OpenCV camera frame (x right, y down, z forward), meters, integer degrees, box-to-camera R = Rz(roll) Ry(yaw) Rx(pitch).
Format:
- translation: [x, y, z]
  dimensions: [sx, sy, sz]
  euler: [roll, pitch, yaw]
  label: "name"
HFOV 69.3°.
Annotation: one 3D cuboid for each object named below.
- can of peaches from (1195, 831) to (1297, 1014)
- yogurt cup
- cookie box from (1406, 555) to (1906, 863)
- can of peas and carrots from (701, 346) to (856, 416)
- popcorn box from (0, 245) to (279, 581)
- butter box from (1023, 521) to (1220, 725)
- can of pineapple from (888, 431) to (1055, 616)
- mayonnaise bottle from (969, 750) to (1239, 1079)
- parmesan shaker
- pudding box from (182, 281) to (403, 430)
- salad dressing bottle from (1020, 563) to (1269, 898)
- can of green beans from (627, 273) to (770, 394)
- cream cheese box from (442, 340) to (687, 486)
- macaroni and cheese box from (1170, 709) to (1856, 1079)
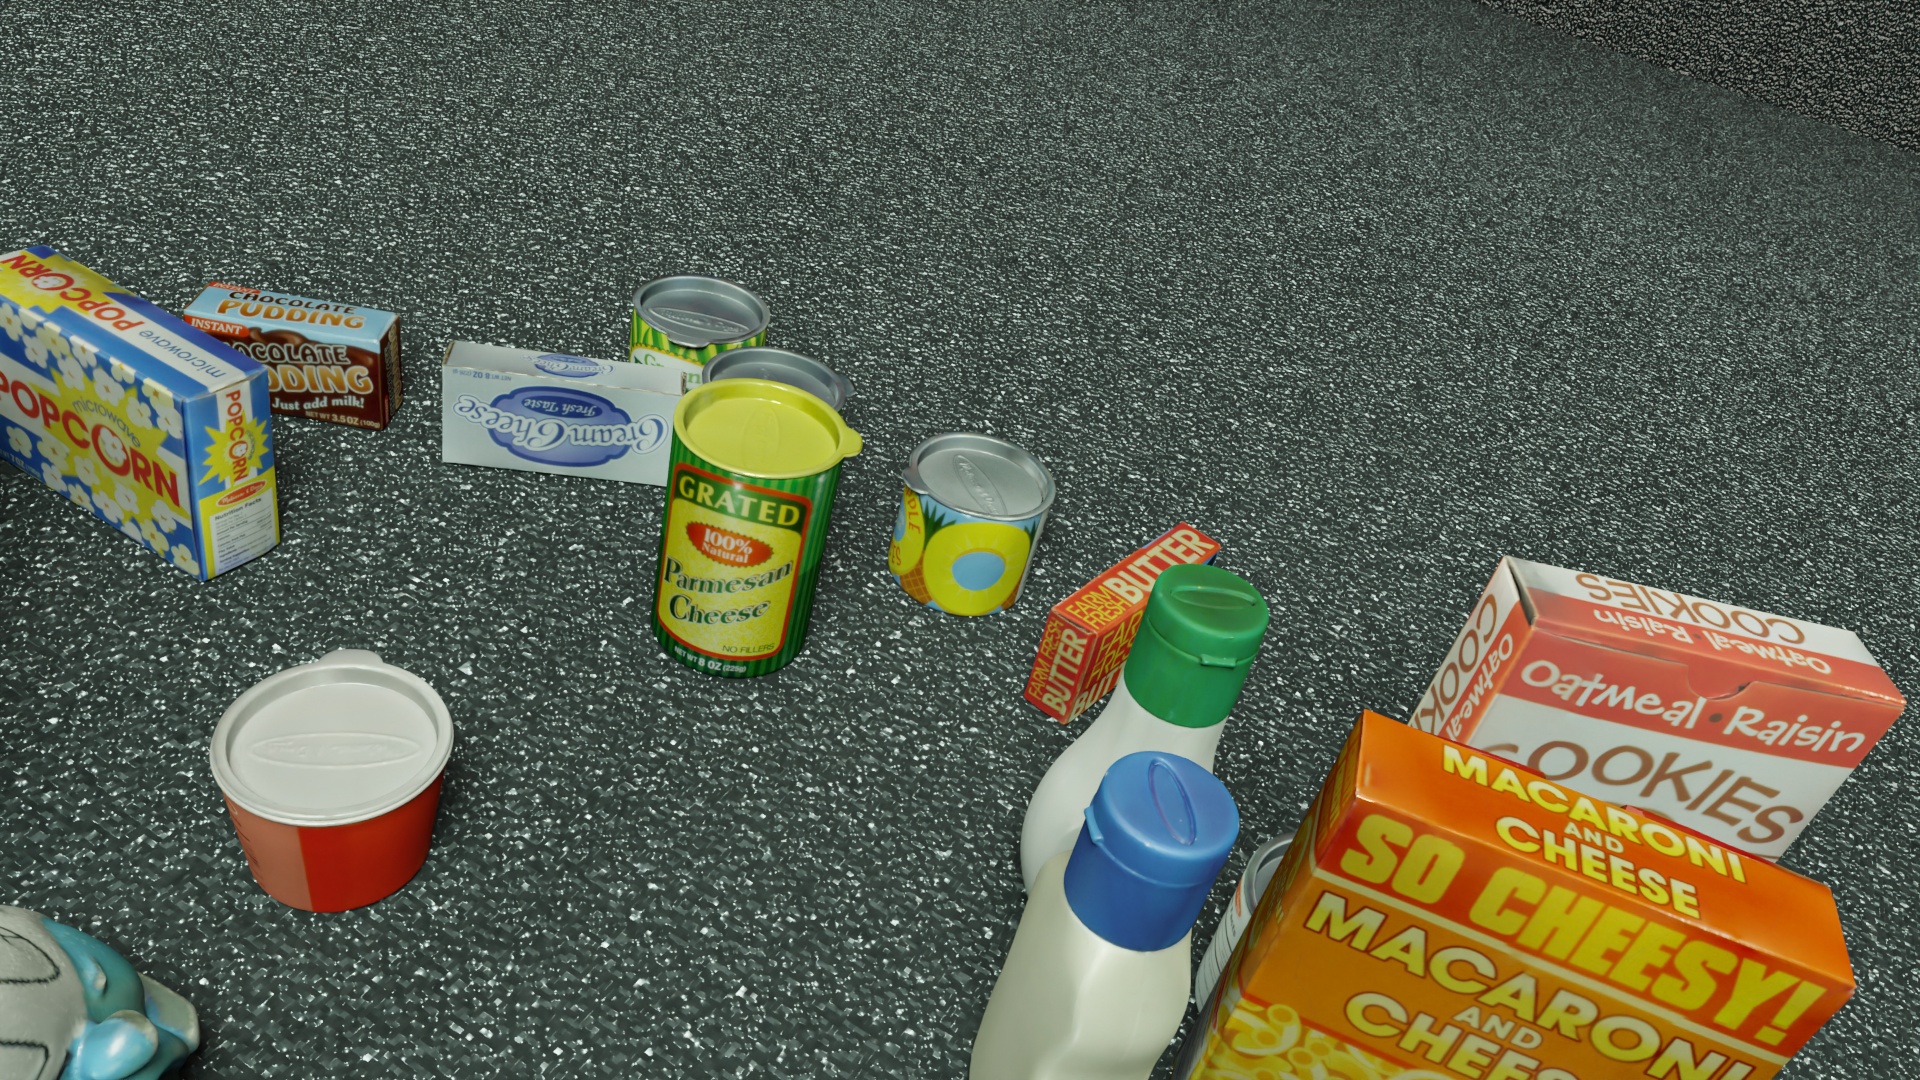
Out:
- translation: [0.120, 0.143, 0.467]
  dimensions: [0.071, 0.057, 0.071]
  euler: [10, 36, -7]
  label: "can of peaches"
- translation: [-0.197, 0.079, 0.440]
  dimensions: [0.072, 0.053, 0.073]
  euler: [10, 36, -7]
  label: "yogurt cup"
- translation: [0.213, 0.092, 0.477]
  dimensions: [0.123, 0.166, 0.040]
  euler: [12, 35, -5]
  label: "cookie box"
- translation: [-0.088, -0.050, 0.650]
  dimensions: [0.071, 0.058, 0.071]
  euler: [10, 36, -7]
  label: "can of peas and carrots"
- translation: [-0.326, -0.050, 0.541]
  dimensions: [0.127, 0.084, 0.038]
  euler: [27, 37, 16]
  label: "popcorn box"
- translation: [0.071, 0.034, 0.600]
  dimensions: [0.024, 0.052, 0.104]
  euler: [34, 40, 25]
  label: "butter box"
- translation: [0.002, -0.008, 0.628]
  dimensions: [0.071, 0.057, 0.071]
  euler: [10, 36, -7]
  label: "can of pineapple"
- translation: [0.037, 0.123, 0.387]
  dimensions: [0.041, 0.147, 0.065]
  euler: [5, 37, -15]
  label: "mayonnaise bottle"
- translation: [-0.083, -0.003, 0.551]
  dimensions: [0.071, 0.102, 0.072]
  euler: [10, 36, -7]
  label: "parmesan shaker"
- translation: [-0.298, -0.083, 0.626]
  dimensions: [0.084, 0.049, 0.030]
  euler: [9, 36, -8]
  label: "pudding box"
- translation: [0.061, 0.075, 0.461]
  dimensions: [0.064, 0.146, 0.044]
  euler: [7, 36, -12]
  label: "salad dressing bottle"
- translation: [-0.132, -0.092, 0.692]
  dimensions: [0.071, 0.057, 0.071]
  euler: [10, 36, -7]
  label: "can of green beans"
- translation: [-0.179, -0.057, 0.630]
  dimensions: [0.104, 0.053, 0.024]
  euler: [6, 36, -13]
  label: "cream cheese box"
- translation: [0.139, 0.137, 0.390]
  dimensions: [0.124, 0.165, 0.040]
  euler: [21, 36, 8]
  label: "macaroni and cheese box"
